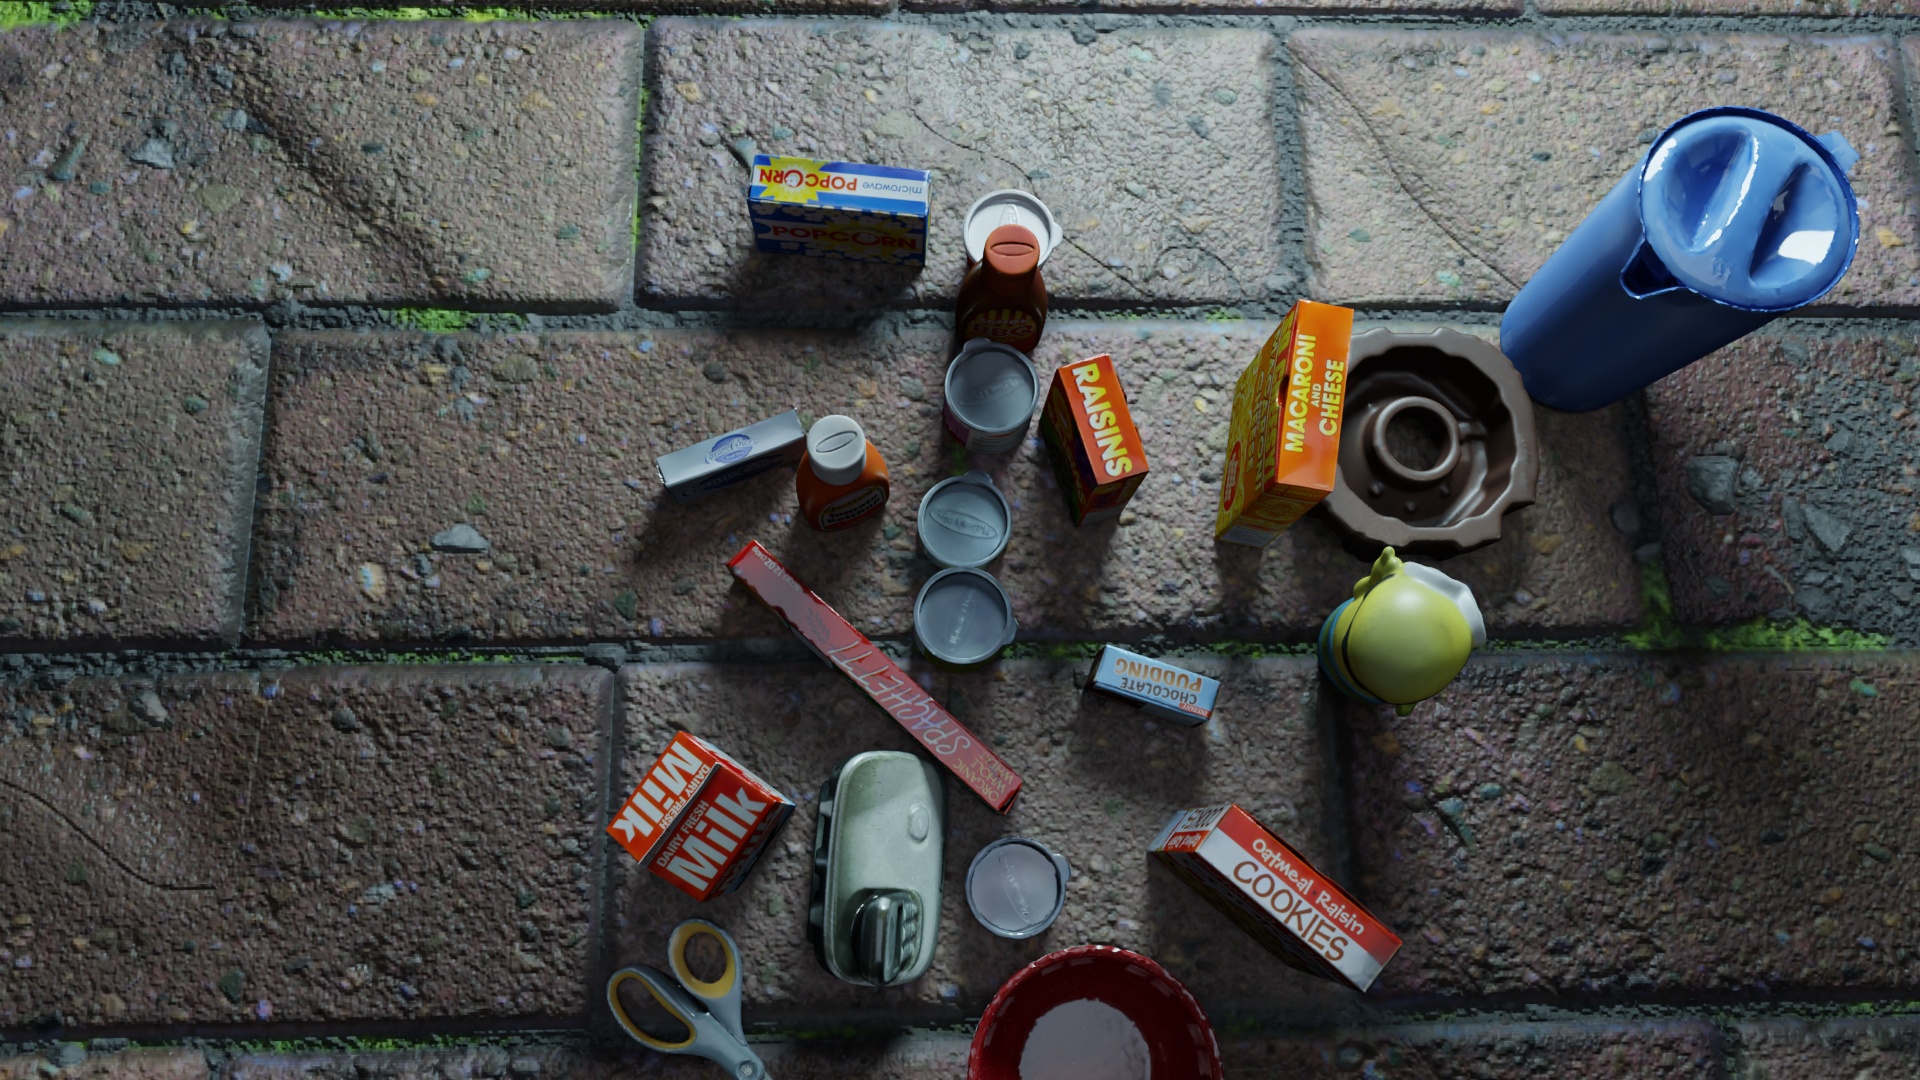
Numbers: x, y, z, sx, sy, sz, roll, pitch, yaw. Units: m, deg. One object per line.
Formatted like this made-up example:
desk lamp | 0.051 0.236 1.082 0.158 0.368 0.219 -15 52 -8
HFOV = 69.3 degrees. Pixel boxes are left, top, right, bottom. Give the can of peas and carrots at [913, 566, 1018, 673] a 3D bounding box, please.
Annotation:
can of peas and carrots | 0.003 0.056 0.949 0.071 0.058 0.071 1 77 -2

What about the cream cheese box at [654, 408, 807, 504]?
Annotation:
cream cheese box | -0.158 -0.058 0.972 0.104 0.053 0.024 -21 79 -7

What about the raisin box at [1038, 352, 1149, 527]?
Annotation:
raisin box | 0.090 -0.065 0.948 0.040 0.123 0.086 -16 79 -6

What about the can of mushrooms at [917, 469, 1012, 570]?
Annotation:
can of mushrooms | 0.003 -0.012 0.978 0.071 0.033 0.071 1 77 -2

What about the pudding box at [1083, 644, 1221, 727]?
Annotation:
pudding box | 0.130 0.100 0.949 0.084 0.049 0.030 18 77 2

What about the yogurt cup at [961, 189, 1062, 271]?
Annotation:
yogurt cup | 0.034 -0.214 1.016 0.072 0.054 0.072 1 77 -2

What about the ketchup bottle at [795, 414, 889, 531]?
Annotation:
ketchup bottle | -0.080 -0.045 0.923 0.065 0.148 0.043 -24 80 -7

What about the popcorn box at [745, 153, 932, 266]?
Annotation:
popcorn box | -0.085 -0.236 1.000 0.127 0.085 0.038 5 77 -1

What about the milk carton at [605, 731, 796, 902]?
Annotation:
milk carton | -0.157 0.169 0.849 0.073 0.190 0.072 35 79 5

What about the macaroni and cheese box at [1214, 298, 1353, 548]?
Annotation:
macaroni and cheese box | 0.214 -0.072 0.933 0.040 0.166 0.124 10 77 0

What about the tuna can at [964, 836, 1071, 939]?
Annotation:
tuna can | 0.038 0.229 0.924 0.071 0.032 0.071 1 77 -2

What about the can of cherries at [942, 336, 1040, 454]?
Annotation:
can of cherries | 0.021 -0.102 0.987 0.071 0.058 0.071 1 77 -2

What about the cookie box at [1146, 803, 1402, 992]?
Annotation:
cookie box | 0.189 0.218 0.864 0.123 0.167 0.040 39 79 6

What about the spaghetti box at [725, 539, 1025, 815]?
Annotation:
spaghetti box | -0.057 0.094 0.943 0.250 0.050 0.029 41 79 7

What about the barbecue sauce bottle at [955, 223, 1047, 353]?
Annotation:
barbecue sauce bottle | 0.030 -0.171 0.957 0.065 0.148 0.044 0 78 -2
